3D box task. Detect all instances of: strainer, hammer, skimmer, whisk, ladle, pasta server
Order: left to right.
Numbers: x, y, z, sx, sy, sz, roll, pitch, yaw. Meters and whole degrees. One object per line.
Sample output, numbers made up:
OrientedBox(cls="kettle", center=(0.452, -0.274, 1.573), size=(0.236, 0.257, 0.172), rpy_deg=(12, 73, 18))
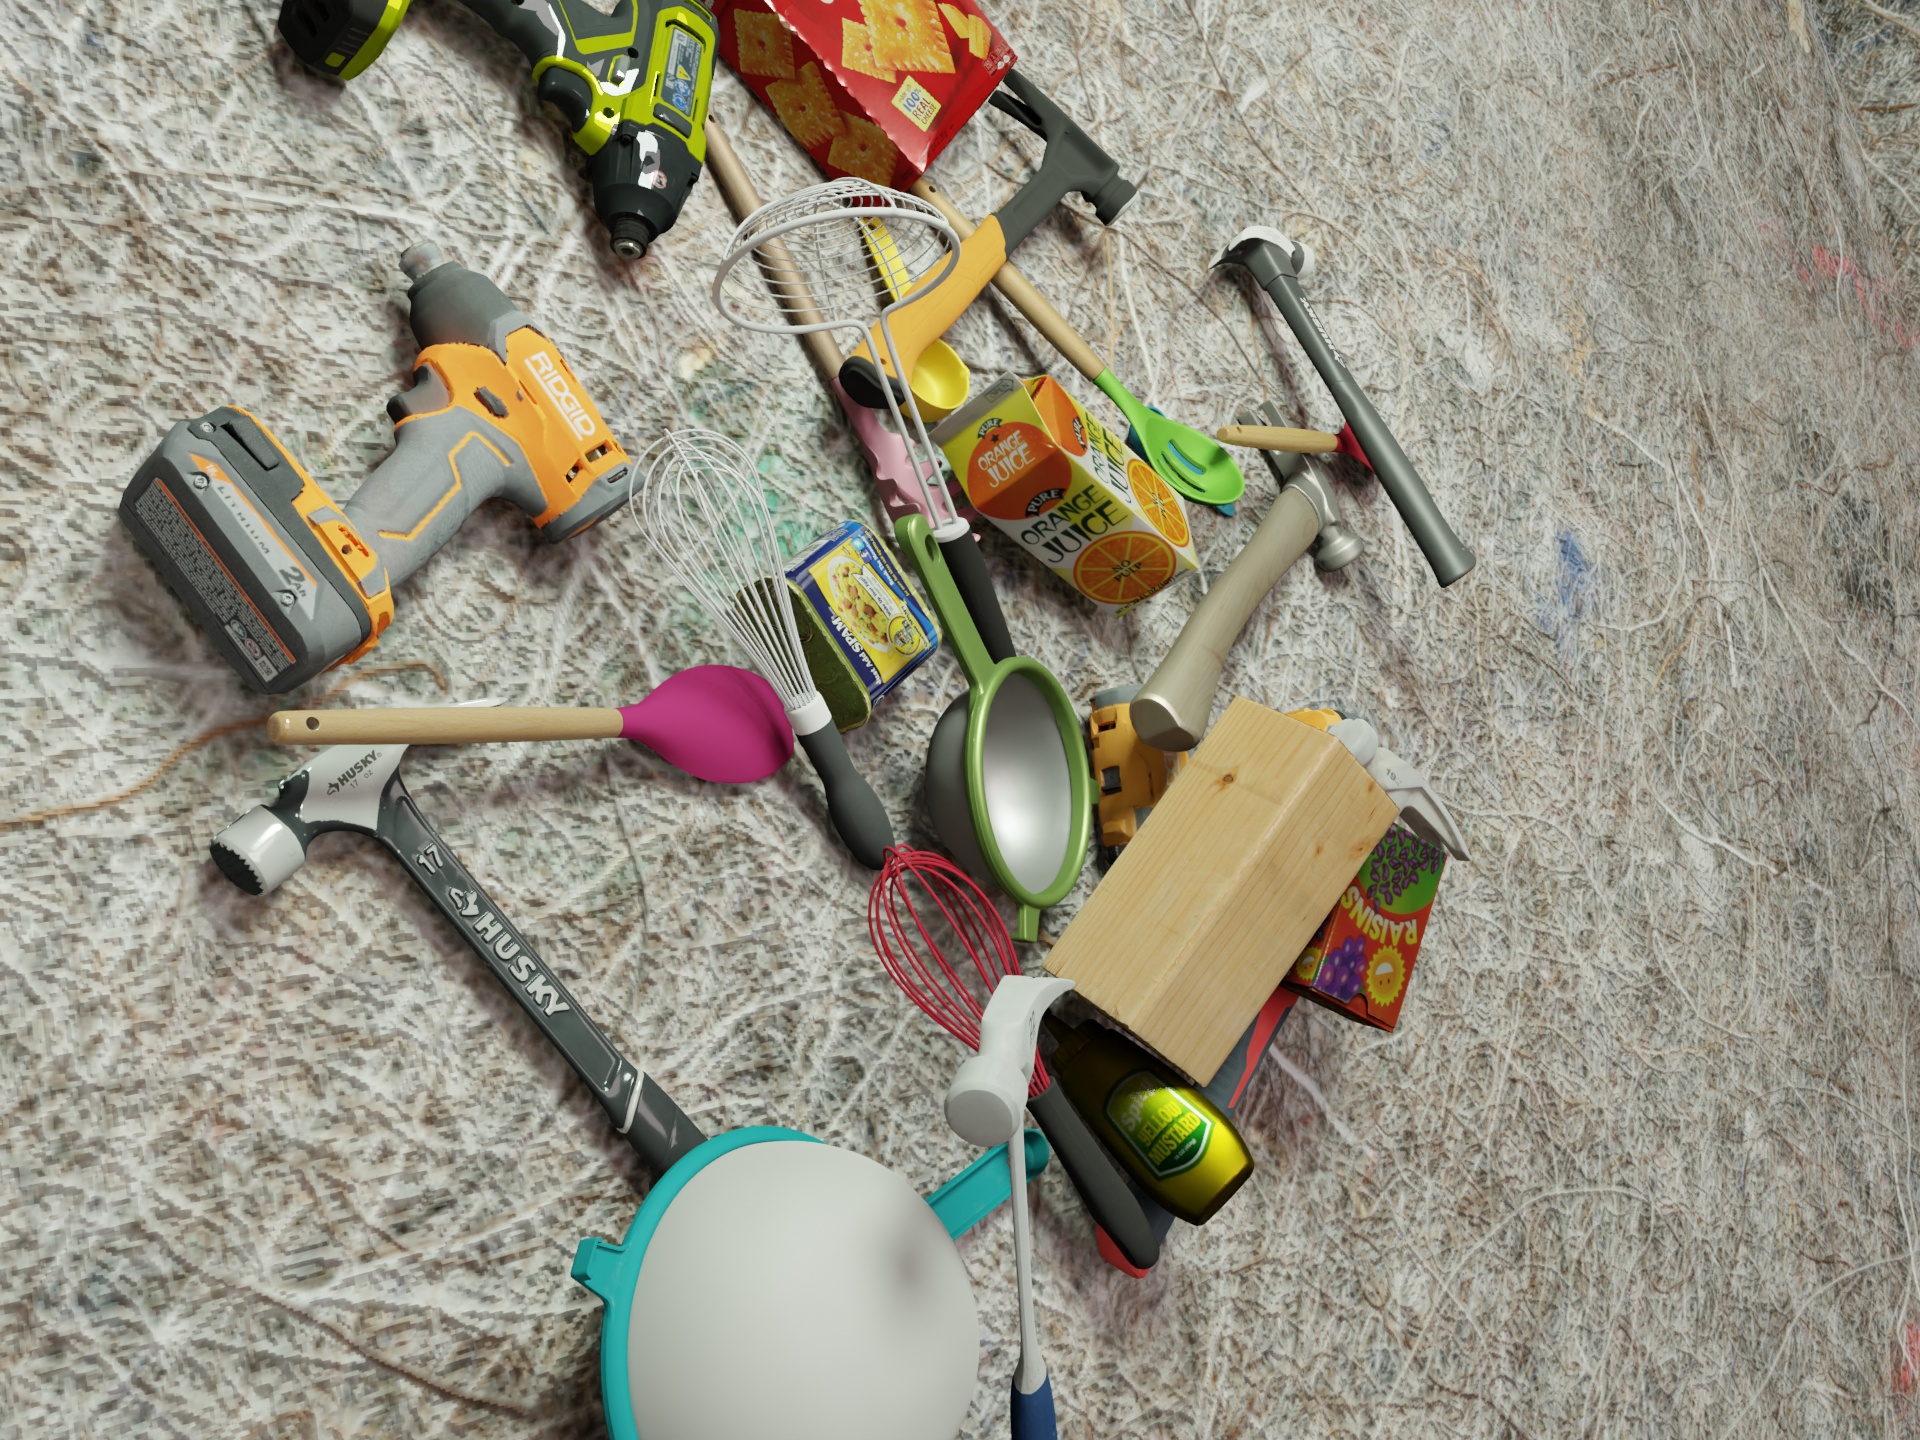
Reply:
OrientedBox(cls="hammer", center=(-0.173, 0.169, 0.785), size=(0.408, 0.036, 0.149), rpy_deg=(54, 49, -15))
OrientedBox(cls="whisk", center=(-0.097, -0.031, 0.869), size=(0.070, 0.070, 0.284), rpy_deg=(-48, 125, -39))
OrientedBox(cls="pasta server", center=(-0.082, -0.241, 0.986), size=(0.060, 0.040, 0.316), rpy_deg=(-37, 100, -53))
OrientedBox(cls="strainer", center=(-0.022, 0.279, 0.800), size=(0.340, 0.095, 0.211), rpy_deg=(-20, 88, -53))
OrientedBox(cls="skimmer", center=(-0.024, -0.136, 0.887), size=(0.090, 0.127, 0.362), rpy_deg=(-94, 166, -48))
OrientedBox(cls="strainer", center=(-0.001, -0.003, 0.932), size=(0.256, 0.069, 0.151), rpy_deg=(65, 33, -26))
OrientedBox(cls="hammer", center=(0.008, -0.312, 1.047), size=(0.127, 0.034, 0.337), rpy_deg=(42, 51, -10))
OrientedBox(cls="whisk", center=(0.034, 0.196, 0.911), size=(0.073, 0.073, 0.295), rpy_deg=(-39, 102, -40))
OrientedBox(cls="hammer", center=(0.037, 0.318, 0.804), size=(0.144, 0.035, 0.405), rpy_deg=(-57, 146, -65))
OrientedBox(cls="hammer", center=(0.194, -0.102, 1.121), size=(0.146, 0.038, 0.411), rpy_deg=(56, 36, -11))
OrientedBox(cls="hammer", center=(0.209, 0.191, 1.035), size=(0.143, 0.038, 0.386), rpy_deg=(44, 68, -25))
OrientedBox(cls="ladle", center=(0.276, -0.218, 1.242), size=(0.315, 0.031, 0.069), rpy_deg=(-11, 72, -53))
OrientedBox(cls="hammer", center=(0.307, -0.251, 1.254), size=(0.146, 0.035, 0.335), rpy_deg=(-8, 67, -52))

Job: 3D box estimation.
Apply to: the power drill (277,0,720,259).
OrientedBox(cls="power drill", center=(-0.239, -0.365, 0.867), size=(0.223, 0.080, 0.171), rpy_deg=(22, 63, -37))

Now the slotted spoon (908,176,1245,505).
OrientedBox(cls="slotted spoon", center=(0.079, -0.260, 1.107), size=(0.313, 0.031, 0.070), rpy_deg=(44, 48, -9))

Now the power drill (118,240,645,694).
OrientedBox(cls="power drill", center=(-0.274, -0.130, 0.762), size=(0.164, 0.084, 0.226), rpy_deg=(57, 45, -11))

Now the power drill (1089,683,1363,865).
OrientedBox(cls="power drill", center=(0.188, 0.073, 1.093), size=(0.226, 0.084, 0.185), rpy_deg=(3, 77, -36))

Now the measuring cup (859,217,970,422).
OrientedBox(cls="measuring cup", center=(-0.042, -0.264, 1.042), size=(0.062, 0.029, 0.157), rpy_deg=(-8, 70, -40))

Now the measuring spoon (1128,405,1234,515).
OrientedBox(cls="measuring spoon", center=(0.164, -0.189, 1.197), size=(0.128, 0.021, 0.042), rpy_deg=(36, 56, -38))

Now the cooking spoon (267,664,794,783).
OrientedBox(cls="cooking spoon", center=(-0.192, 0.002, 0.792), size=(0.318, 0.017, 0.069), rpy_deg=(-1, 76, -53))
